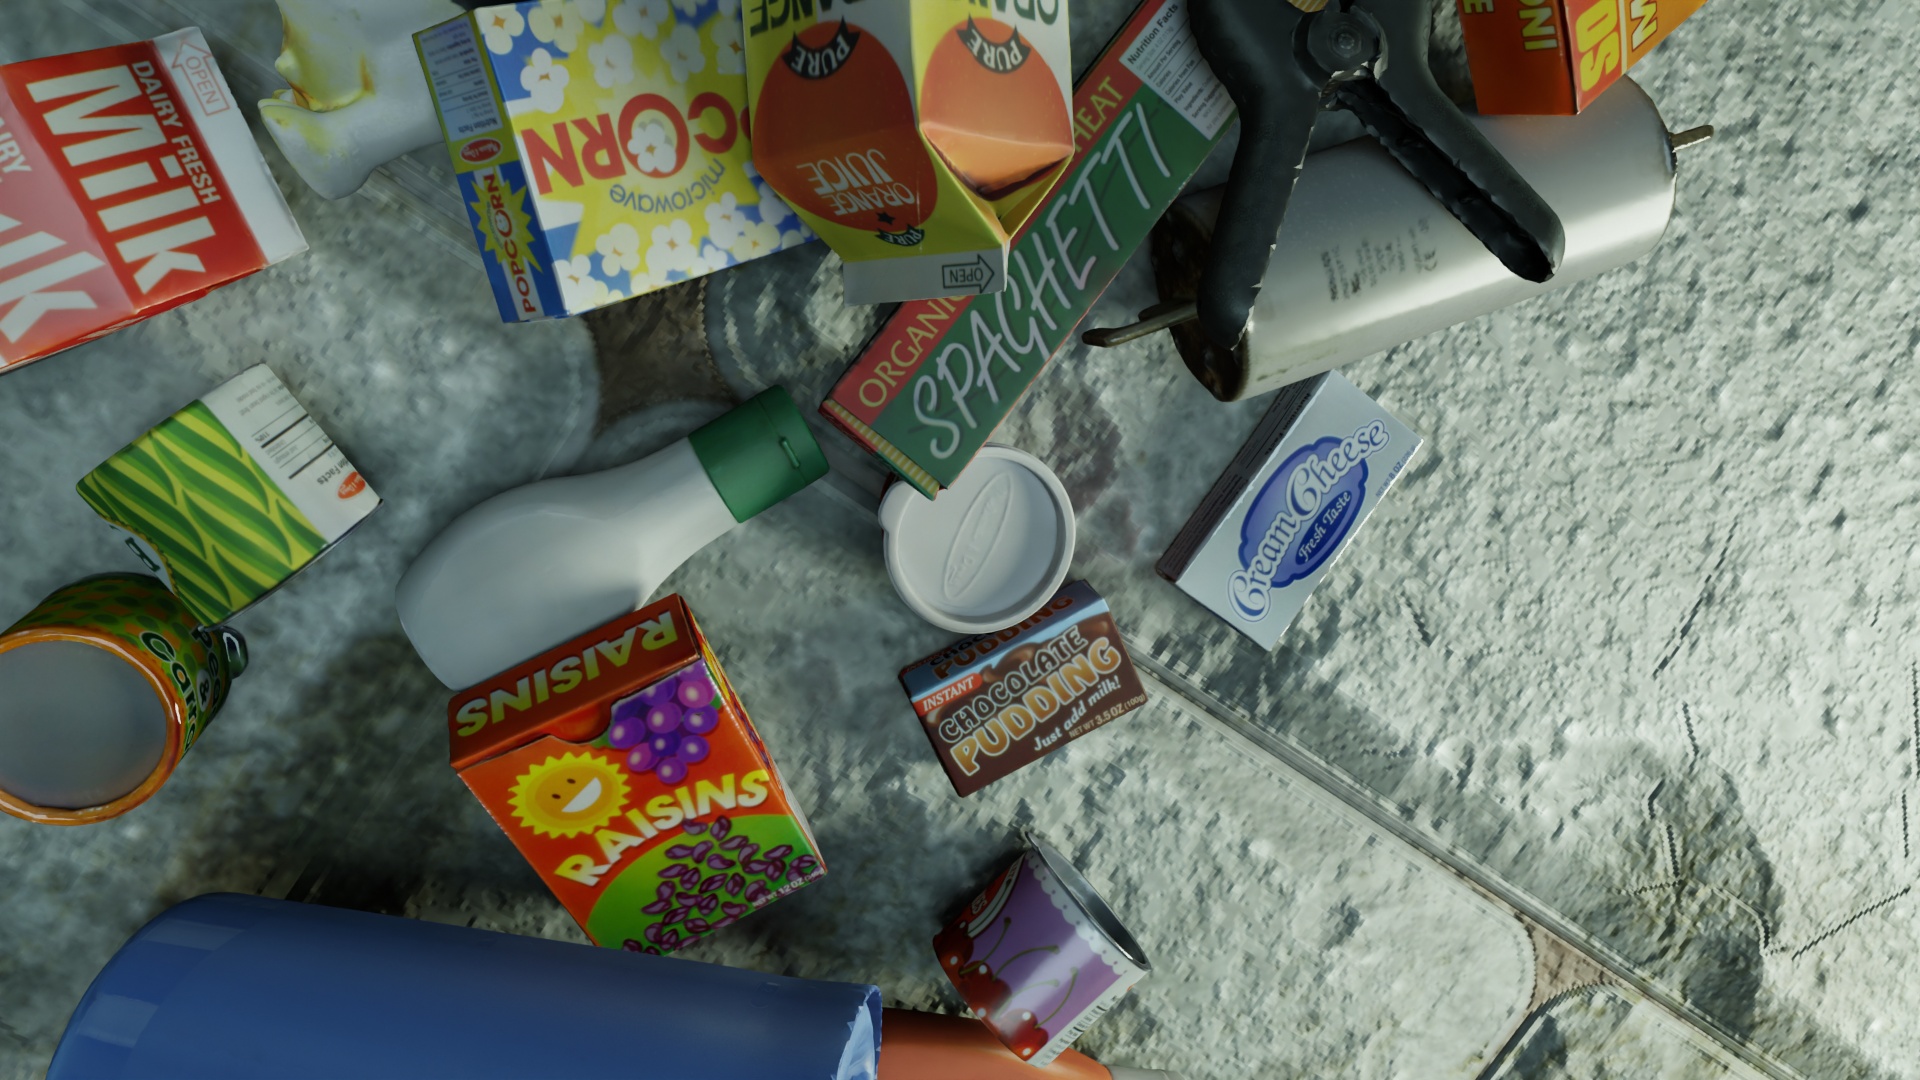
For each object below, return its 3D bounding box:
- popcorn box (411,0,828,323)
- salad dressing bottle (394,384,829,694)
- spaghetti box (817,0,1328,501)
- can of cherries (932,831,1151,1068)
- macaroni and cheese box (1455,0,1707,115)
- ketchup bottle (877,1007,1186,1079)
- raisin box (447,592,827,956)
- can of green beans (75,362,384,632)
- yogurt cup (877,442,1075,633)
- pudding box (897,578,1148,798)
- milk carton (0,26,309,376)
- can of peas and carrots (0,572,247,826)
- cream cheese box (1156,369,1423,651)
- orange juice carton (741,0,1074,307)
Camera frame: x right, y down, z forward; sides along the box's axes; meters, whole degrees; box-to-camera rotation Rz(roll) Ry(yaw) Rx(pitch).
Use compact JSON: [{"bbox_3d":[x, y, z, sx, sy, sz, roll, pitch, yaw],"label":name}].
[{"bbox_3d":[-0.089,-0.124,0.426,0.127,0.038,0.085,-28,113,-40],"label":"popcorn box"},{"bbox_3d":[-0.117,-0.003,0.479,0.148,0.044,0.064,-30,113,-6],"label":"salad dressing bottle"},{"bbox_3d":[0.046,-0.124,0.464,0.050,0.028,0.250,39,80,-8],"label":"spaghetti box"},{"bbox_3d":[0.030,0.160,0.546,0.058,0.071,0.071,-43,109,1],"label":"can of cherries"},{"bbox_3d":[0.224,-0.236,0.461,0.167,0.040,0.123,-40,124,-23],"label":"macaroni and cheese box"},{"bbox_3d":[0.023,0.232,0.572,0.149,0.043,0.064,12,102,-16],"label":"ketchup bottle"},{"bbox_3d":[-0.110,0.088,0.485,0.086,0.040,0.122,-25,128,-6],"label":"raisin box"},{"bbox_3d":[-0.228,-0.014,0.437,0.071,0.071,0.057,-36,109,-2],"label":"can of green beans"},{"bbox_3d":[0.002,-0.006,0.500,0.072,0.054,0.072,-3,105,-13],"label":"yogurt cup"},{"bbox_3d":[0.024,0.056,0.535,0.084,0.030,0.049,-26,108,-6],"label":"pudding box"},{"bbox_3d":[-0.296,-0.081,0.400,0.191,0.073,0.072,-23,108,-7],"label":"milk carton"},{"bbox_3d":[-0.275,0.050,0.446,0.071,0.059,0.070,-3,106,-12],"label":"can of peas and carrots"},{"bbox_3d":[0.128,-0.013,0.545,0.053,0.024,0.103,34,94,-18],"label":"cream cheese box"},{"bbox_3d":[-0.017,-0.168,0.416,0.073,0.072,0.192,-9,98,-48],"label":"orange juice carton"}]
